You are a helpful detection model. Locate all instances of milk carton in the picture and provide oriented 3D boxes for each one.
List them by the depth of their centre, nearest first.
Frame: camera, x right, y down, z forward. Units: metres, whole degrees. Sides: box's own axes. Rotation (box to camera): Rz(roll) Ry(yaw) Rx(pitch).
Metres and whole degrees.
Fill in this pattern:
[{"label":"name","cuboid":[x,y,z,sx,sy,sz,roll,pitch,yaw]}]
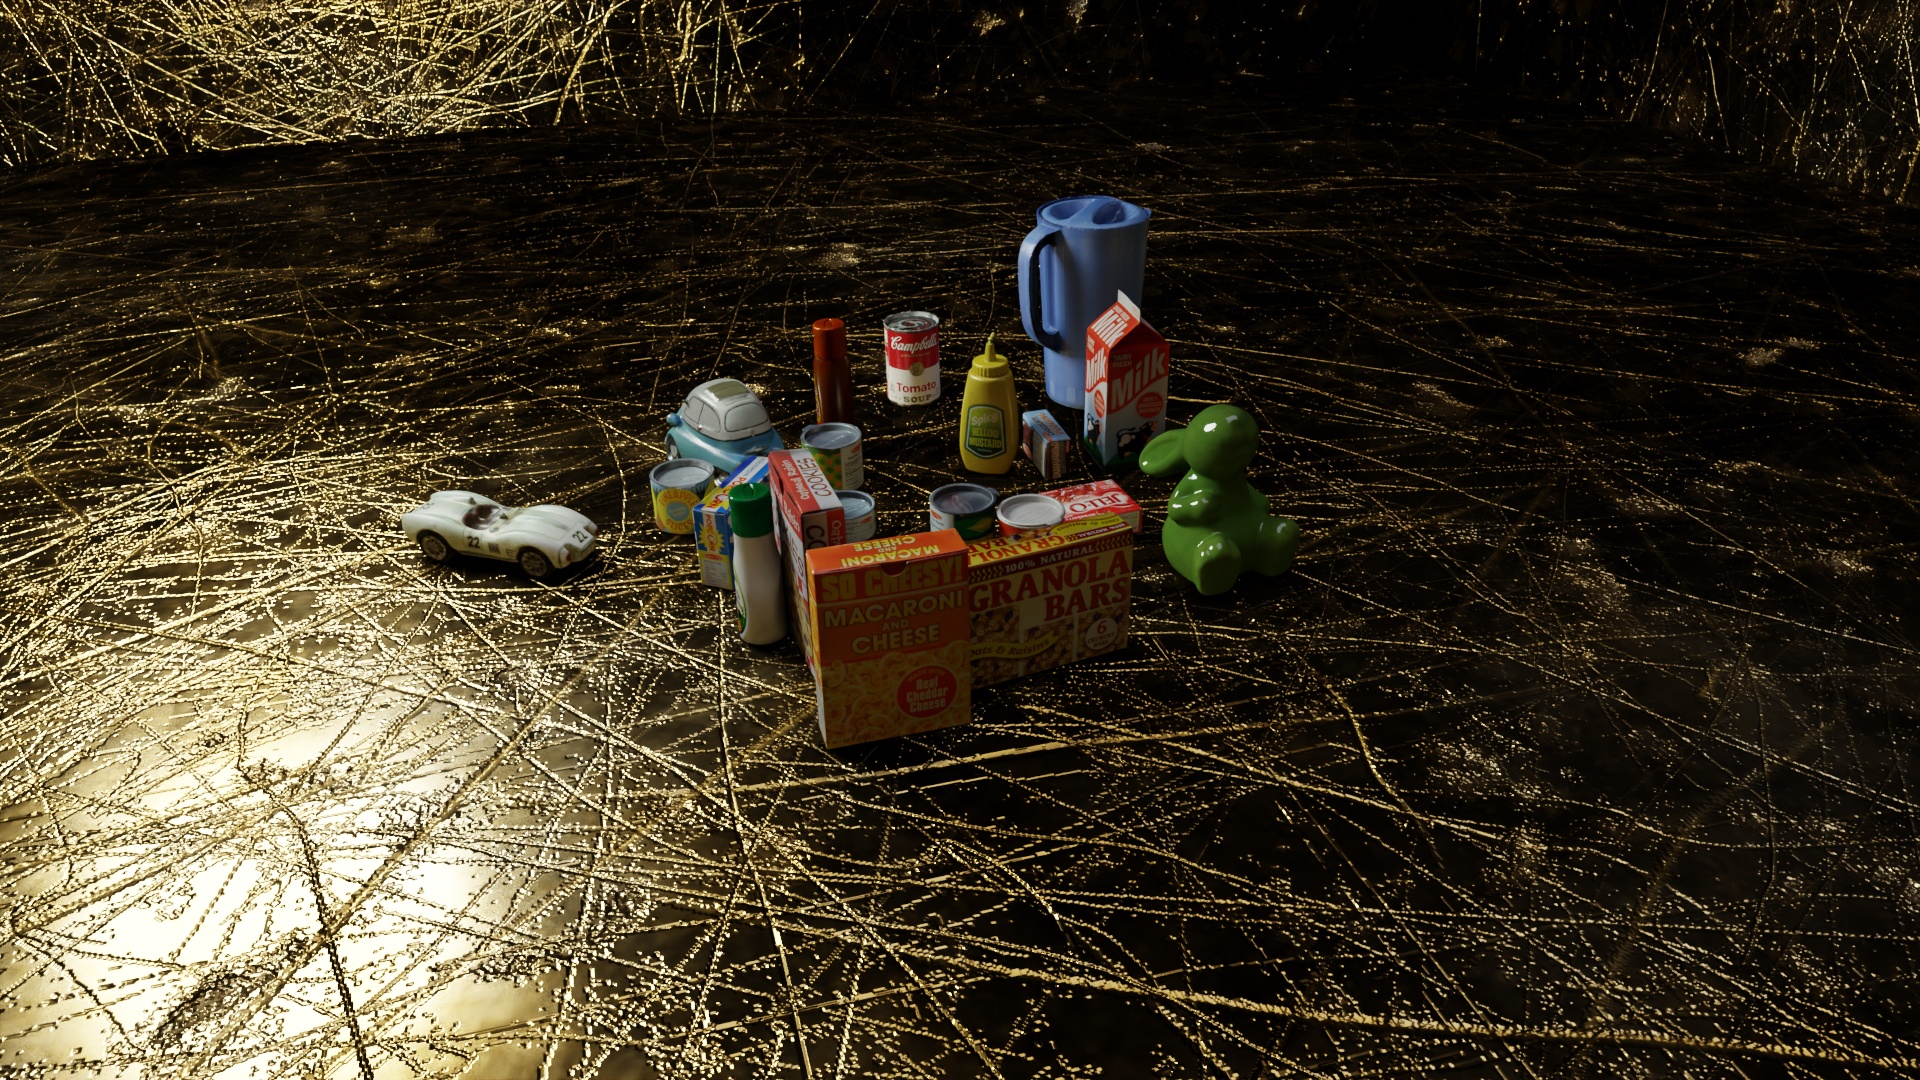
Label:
[{"label":"milk carton","cuboid":[0.183,-0.176,1.533,0.073,0.189,0.072,-8,30,-12]}]

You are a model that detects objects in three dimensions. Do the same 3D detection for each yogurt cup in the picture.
[{"label":"yogurt cup","cuboid":[0.070,-0.008,1.375,0.072,0.053,0.073,-1,29,1]}]

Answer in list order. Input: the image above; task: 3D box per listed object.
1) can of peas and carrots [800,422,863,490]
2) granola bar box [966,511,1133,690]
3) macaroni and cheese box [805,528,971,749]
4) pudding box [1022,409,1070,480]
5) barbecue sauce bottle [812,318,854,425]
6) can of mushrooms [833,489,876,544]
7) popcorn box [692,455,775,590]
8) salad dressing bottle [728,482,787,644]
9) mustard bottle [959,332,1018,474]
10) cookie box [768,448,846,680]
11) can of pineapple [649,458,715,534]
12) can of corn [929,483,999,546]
[{"label":"can of peas and carrots","cuboid":[-0.142,-0.090,1.525,0.071,0.058,0.071,-1,29,1]},{"label":"granola bar box","cuboid":[0.067,0.052,1.196,0.166,0.123,0.039,-13,31,-21]},{"label":"macaroni and cheese box","cuboid":[-0.055,0.080,1.108,0.124,0.165,0.040,-9,30,-14]},{"label":"pudding box","cuboid":[0.096,-0.108,1.559,0.030,0.049,0.084,-9,30,-14]},{"label":"barbecue sauce bottle","cuboid":[-0.146,-0.179,1.593,0.044,0.147,0.065,-2,29,-2]},{"label":"can of mushrooms","cuboid":[-0.121,-0.025,1.433,0.071,0.033,0.071,-1,29,1]},{"label":"popcorn box","cuboid":[-0.215,-0.019,1.374,0.038,0.084,0.127,9,31,17]},{"label":"salad dressing bottle","cuboid":[-0.182,0.021,1.237,0.044,0.147,0.064,-6,29,-8]},{"label":"mustard bottle","cuboid":[0.031,-0.152,1.526,0.065,0.159,0.049,5,29,11]},{"label":"cookie box","cuboid":[-0.132,0.019,1.218,0.040,0.166,0.123,-11,30,-17]},{"label":"can of pineapple","cuboid":[-0.288,-0.045,1.451,0.071,0.057,0.071,-1,29,1]},{"label":"can of corn","cuboid":[0.005,-0.017,1.390,0.071,0.058,0.071,-1,29,1]}]
